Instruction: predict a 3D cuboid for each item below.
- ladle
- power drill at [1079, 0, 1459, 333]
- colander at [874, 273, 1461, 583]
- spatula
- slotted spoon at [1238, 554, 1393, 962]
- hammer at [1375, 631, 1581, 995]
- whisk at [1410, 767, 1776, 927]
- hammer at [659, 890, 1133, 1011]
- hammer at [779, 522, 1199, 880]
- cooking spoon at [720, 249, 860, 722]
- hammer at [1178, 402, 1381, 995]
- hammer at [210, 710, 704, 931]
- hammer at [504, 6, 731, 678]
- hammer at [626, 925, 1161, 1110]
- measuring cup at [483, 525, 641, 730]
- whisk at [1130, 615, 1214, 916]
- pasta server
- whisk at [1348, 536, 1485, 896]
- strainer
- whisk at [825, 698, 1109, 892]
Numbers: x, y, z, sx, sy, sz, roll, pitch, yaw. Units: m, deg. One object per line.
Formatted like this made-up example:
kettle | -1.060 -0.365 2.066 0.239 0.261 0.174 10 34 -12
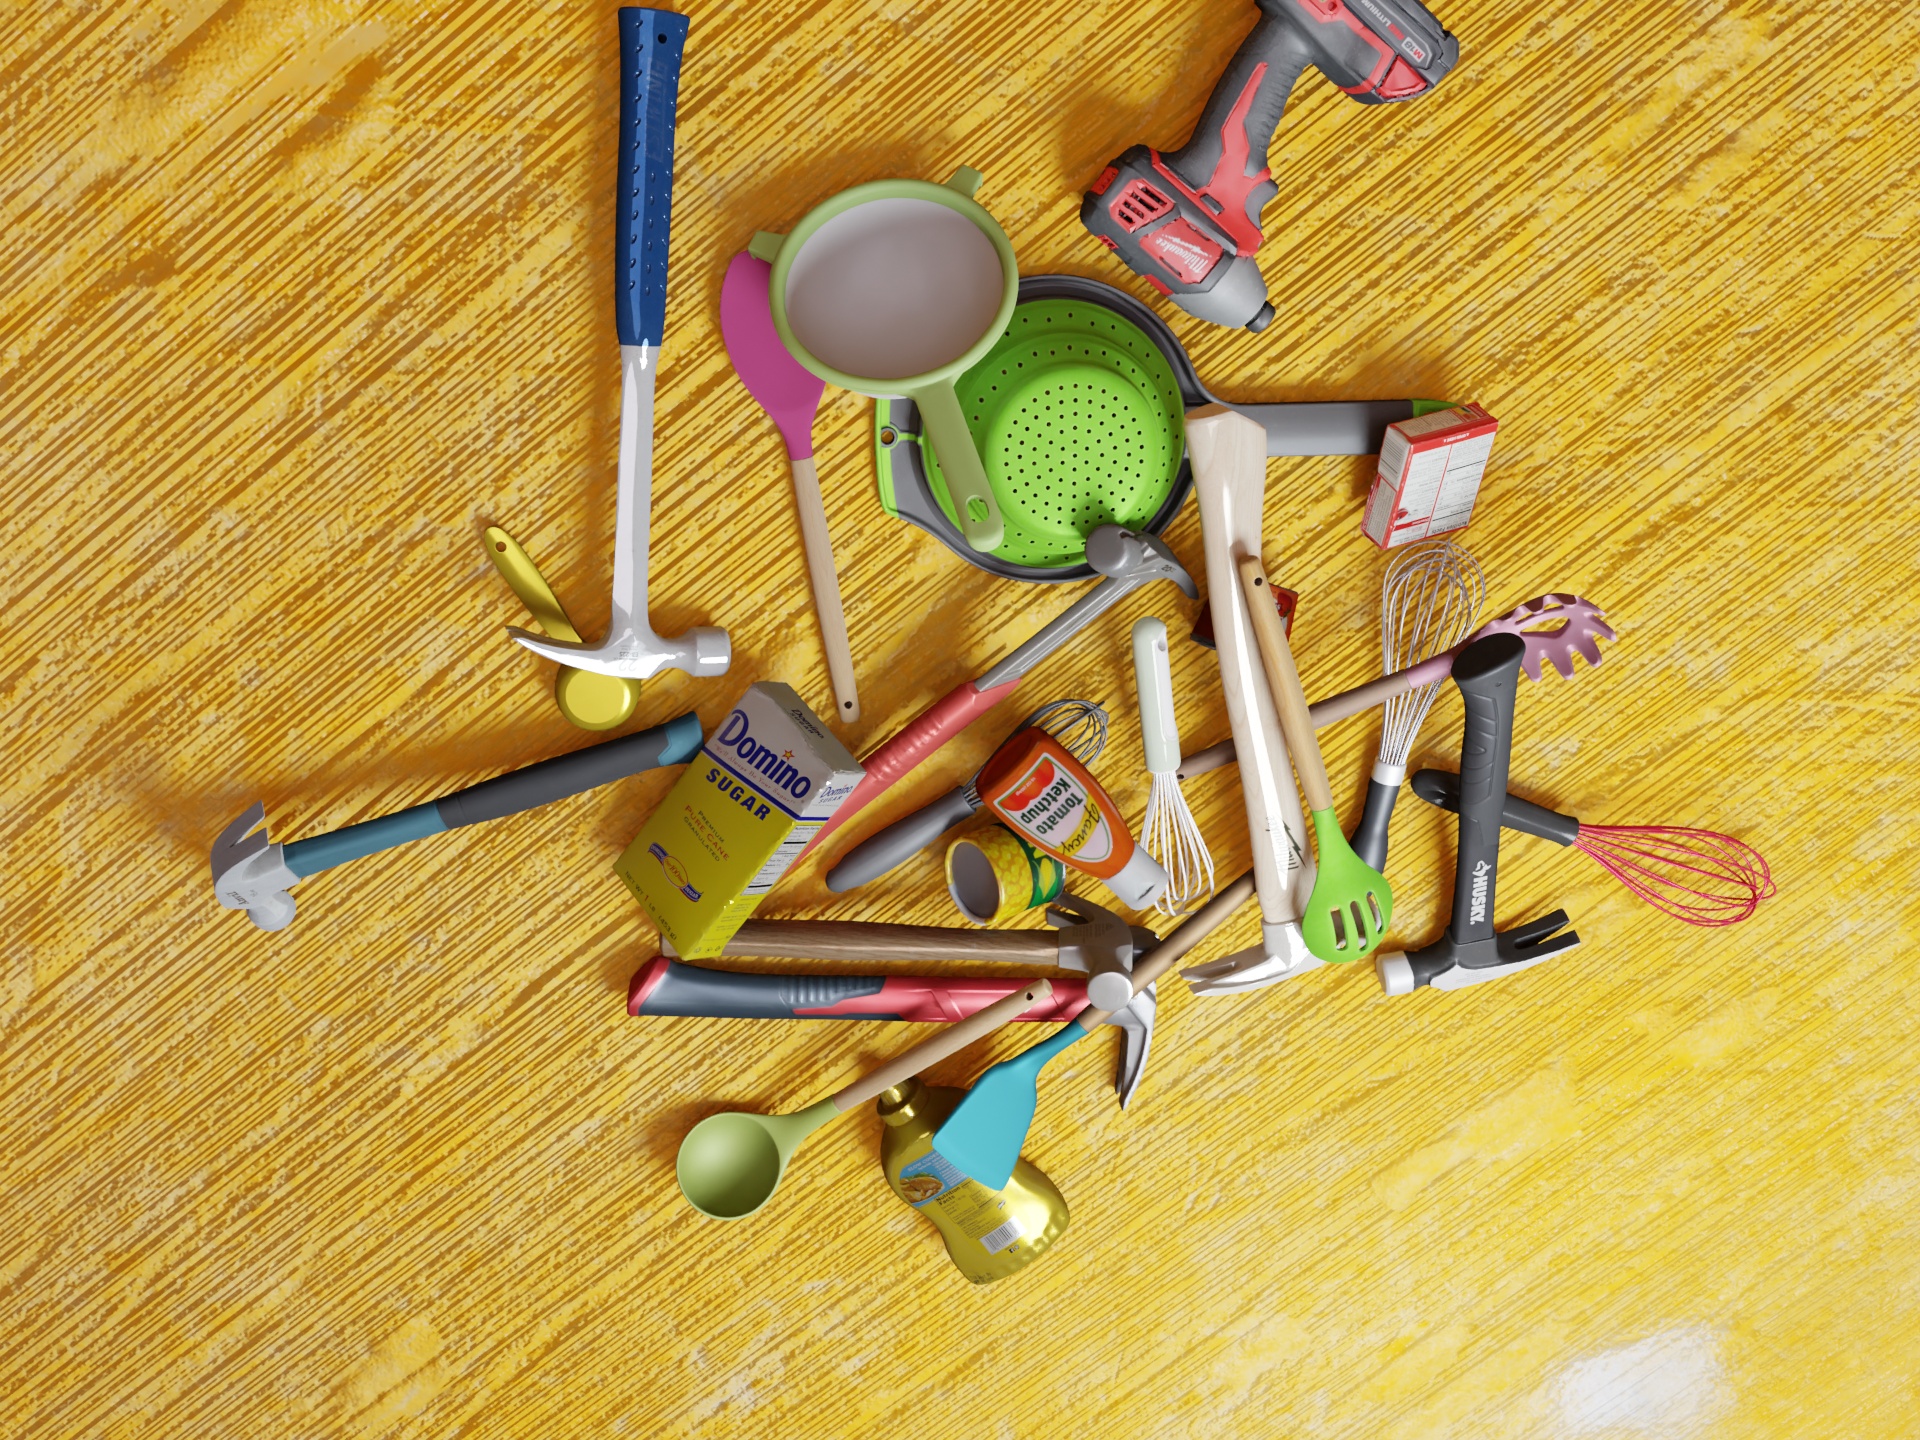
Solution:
ladle | -0.071 0.266 1.140 0.320 0.062 0.078 -32 84 18
power drill | 0.192 -0.355 0.984 0.143 0.079 0.219 36 104 -17
colander | 0.145 -0.181 1.026 0.397 0.095 0.204 -3 109 -6
spatula | 0.112 0.210 1.142 0.317 0.044 0.082 -43 120 8
slotted spoon | 0.228 0.035 1.041 0.070 0.031 0.313 -24 113 -7
hammer | 0.367 0.072 1.108 0.146 0.035 0.334 -11 132 1
whisk | 0.469 0.089 1.180 0.295 0.073 0.073 18 106 -7
hammer | -0.045 0.155 1.120 0.331 0.130 0.031 1 109 4
hammer | -0.002 -0.003 1.078 0.359 0.149 0.037 -38 70 17
cooking spoon | -0.100 -0.148 1.047 0.068 0.017 0.318 -13 110 -10
hammer | 0.185 -0.004 1.049 0.146 0.038 0.410 -18 114 -8
hammer | -0.331 0.059 1.060 0.331 0.033 0.128 -18 155 -8
hammer | -0.205 -0.222 0.987 0.144 0.035 0.405 -2 108 -25
hammer | -0.048 0.218 1.170 0.386 0.038 0.143 2 110 -8
measuring cup | -0.267 -0.059 1.049 0.062 0.029 0.156 -30 112 3
whisk | 0.142 0.037 1.106 0.059 0.058 0.246 9 126 29
pasta server | 0.280 -0.014 1.081 0.316 0.040 0.060 -24 122 22
whisk | 0.314 0.006 1.137 0.070 0.070 0.284 4 113 -9
strainer | -0.022 -0.205 0.962 0.151 0.069 0.256 -19 71 -2
whisk | 0.004 0.054 1.119 0.239 0.055 0.055 -33 110 10
